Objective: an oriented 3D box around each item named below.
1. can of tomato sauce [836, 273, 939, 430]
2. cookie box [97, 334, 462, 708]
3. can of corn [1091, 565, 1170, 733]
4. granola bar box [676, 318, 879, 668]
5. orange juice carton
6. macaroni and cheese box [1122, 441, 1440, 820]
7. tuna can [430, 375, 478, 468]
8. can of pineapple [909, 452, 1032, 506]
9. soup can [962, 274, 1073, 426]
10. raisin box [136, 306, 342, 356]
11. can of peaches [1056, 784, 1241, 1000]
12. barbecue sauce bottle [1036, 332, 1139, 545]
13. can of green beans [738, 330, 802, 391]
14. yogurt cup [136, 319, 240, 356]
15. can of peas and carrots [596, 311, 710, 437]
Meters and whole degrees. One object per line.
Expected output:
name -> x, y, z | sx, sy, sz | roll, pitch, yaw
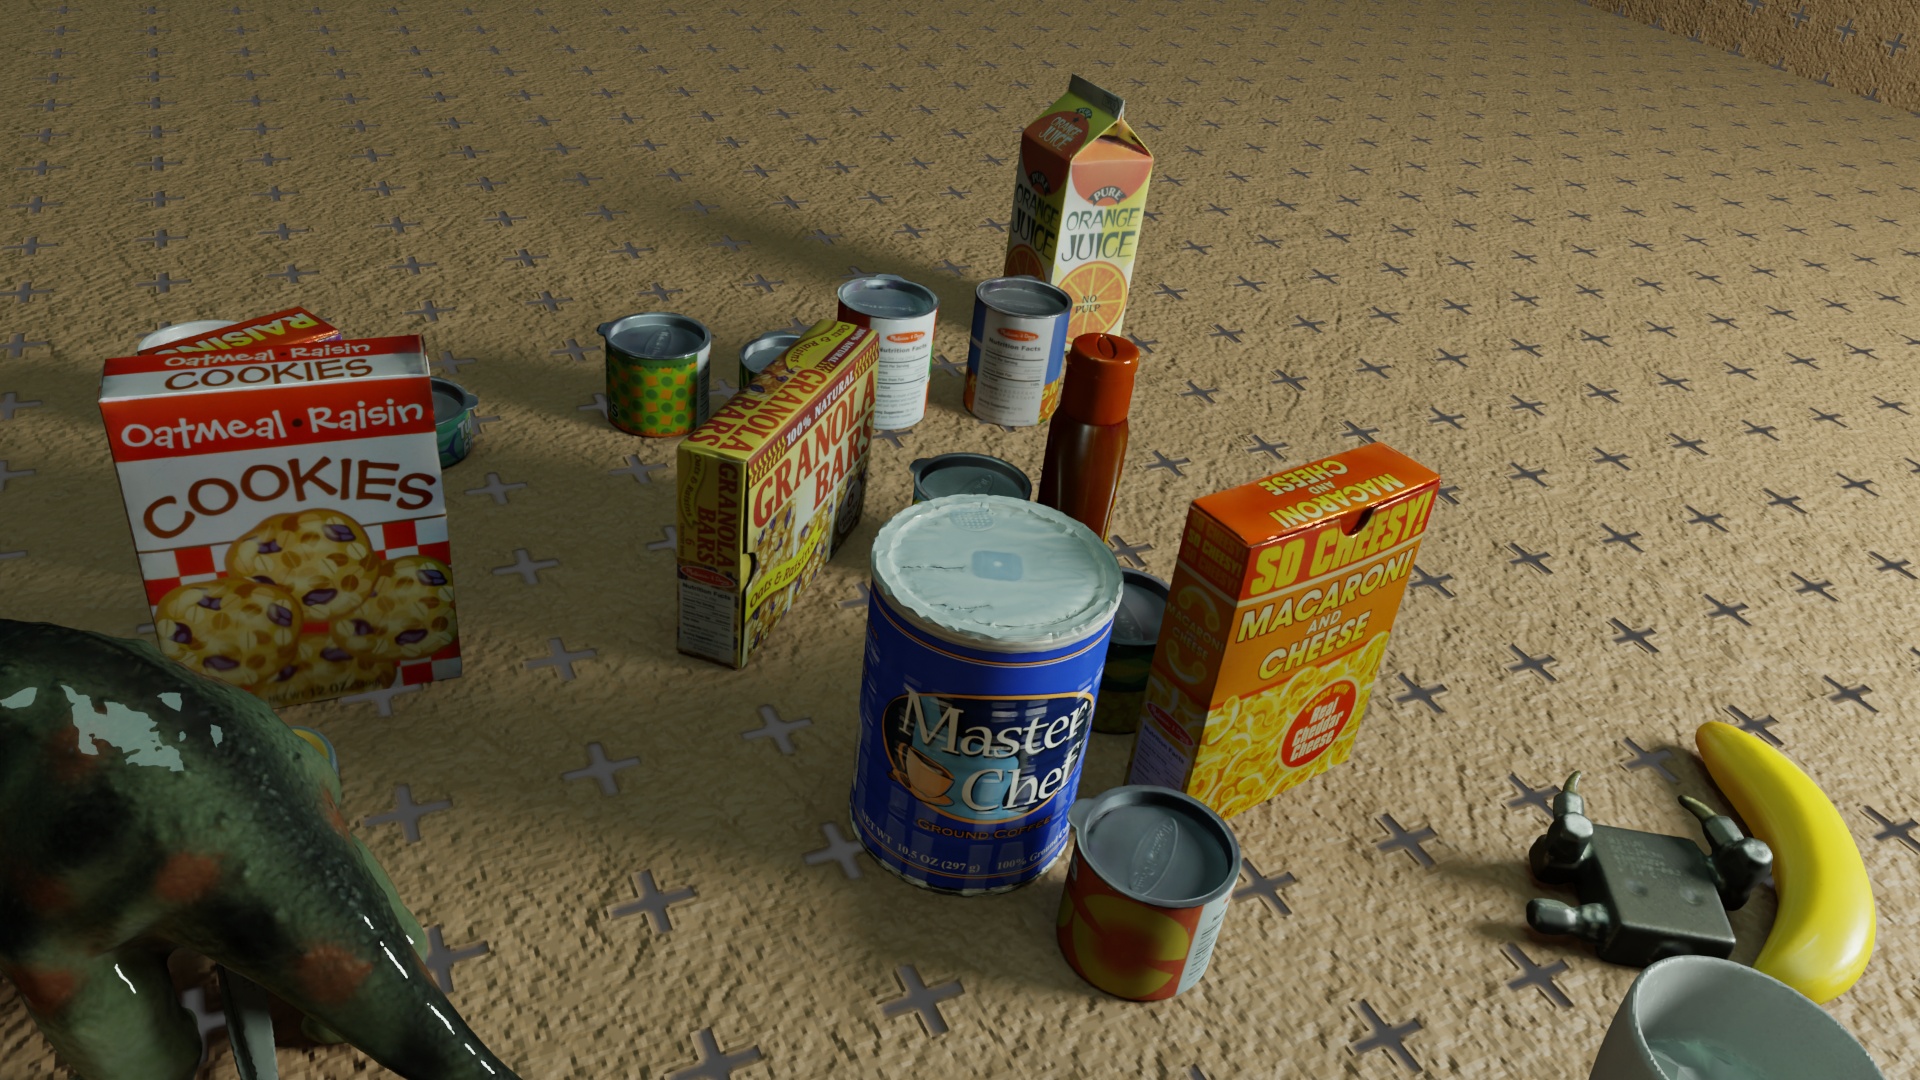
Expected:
can of tomato sauce -> -0.052, -0.126, 0.928 | 0.071, 0.082, 0.071 | 5, 33, -3
cookie box -> -0.294, -0.005, 0.616 | 0.123, 0.166, 0.040 | -9, 36, -23
can of corn -> 0.074, 0.055, 0.700 | 0.071, 0.058, 0.071 | 5, 33, -3
granola bar box -> -0.093, -0.029, 0.734 | 0.039, 0.123, 0.166 | 16, 34, 12
orange juice carton -> 0.086, -0.243, 1.035 | 0.073, 0.191, 0.072 | -10, 37, -25
macaroni and cheese box -> 0.144, 0.047, 0.628 | 0.124, 0.165, 0.040 | -17, 40, -33
tuna can -> -0.325, -0.070, 0.832 | 0.071, 0.032, 0.071 | 5, 33, -3
can of pineapple -> 0.003, -0.010, 0.785 | 0.071, 0.057, 0.071 | 5, 33, -3
soup can -> 0.039, -0.131, 0.953 | 0.071, 0.083, 0.072 | 5, 33, -3
raisin box -> -0.357, -0.048, 0.709 | 0.040, 0.122, 0.086 | 28, 38, 29
can of peaches -> 0.073, 0.142, 0.567 | 0.071, 0.057, 0.071 | 5, 33, -3
barbecue sauce bottle -> 0.067, -0.040, 0.761 | 0.044, 0.147, 0.065 | 5, 33, -5
can of green beans -> -0.109, -0.092, 0.887 | 0.071, 0.057, 0.071 | 5, 33, -3
yogurt cup -> -0.445, -0.093, 0.824 | 0.072, 0.053, 0.073 | 5, 33, -3
can of peas and carrots -> -0.197, -0.107, 0.891 | 0.071, 0.058, 0.071 | 5, 33, -3
